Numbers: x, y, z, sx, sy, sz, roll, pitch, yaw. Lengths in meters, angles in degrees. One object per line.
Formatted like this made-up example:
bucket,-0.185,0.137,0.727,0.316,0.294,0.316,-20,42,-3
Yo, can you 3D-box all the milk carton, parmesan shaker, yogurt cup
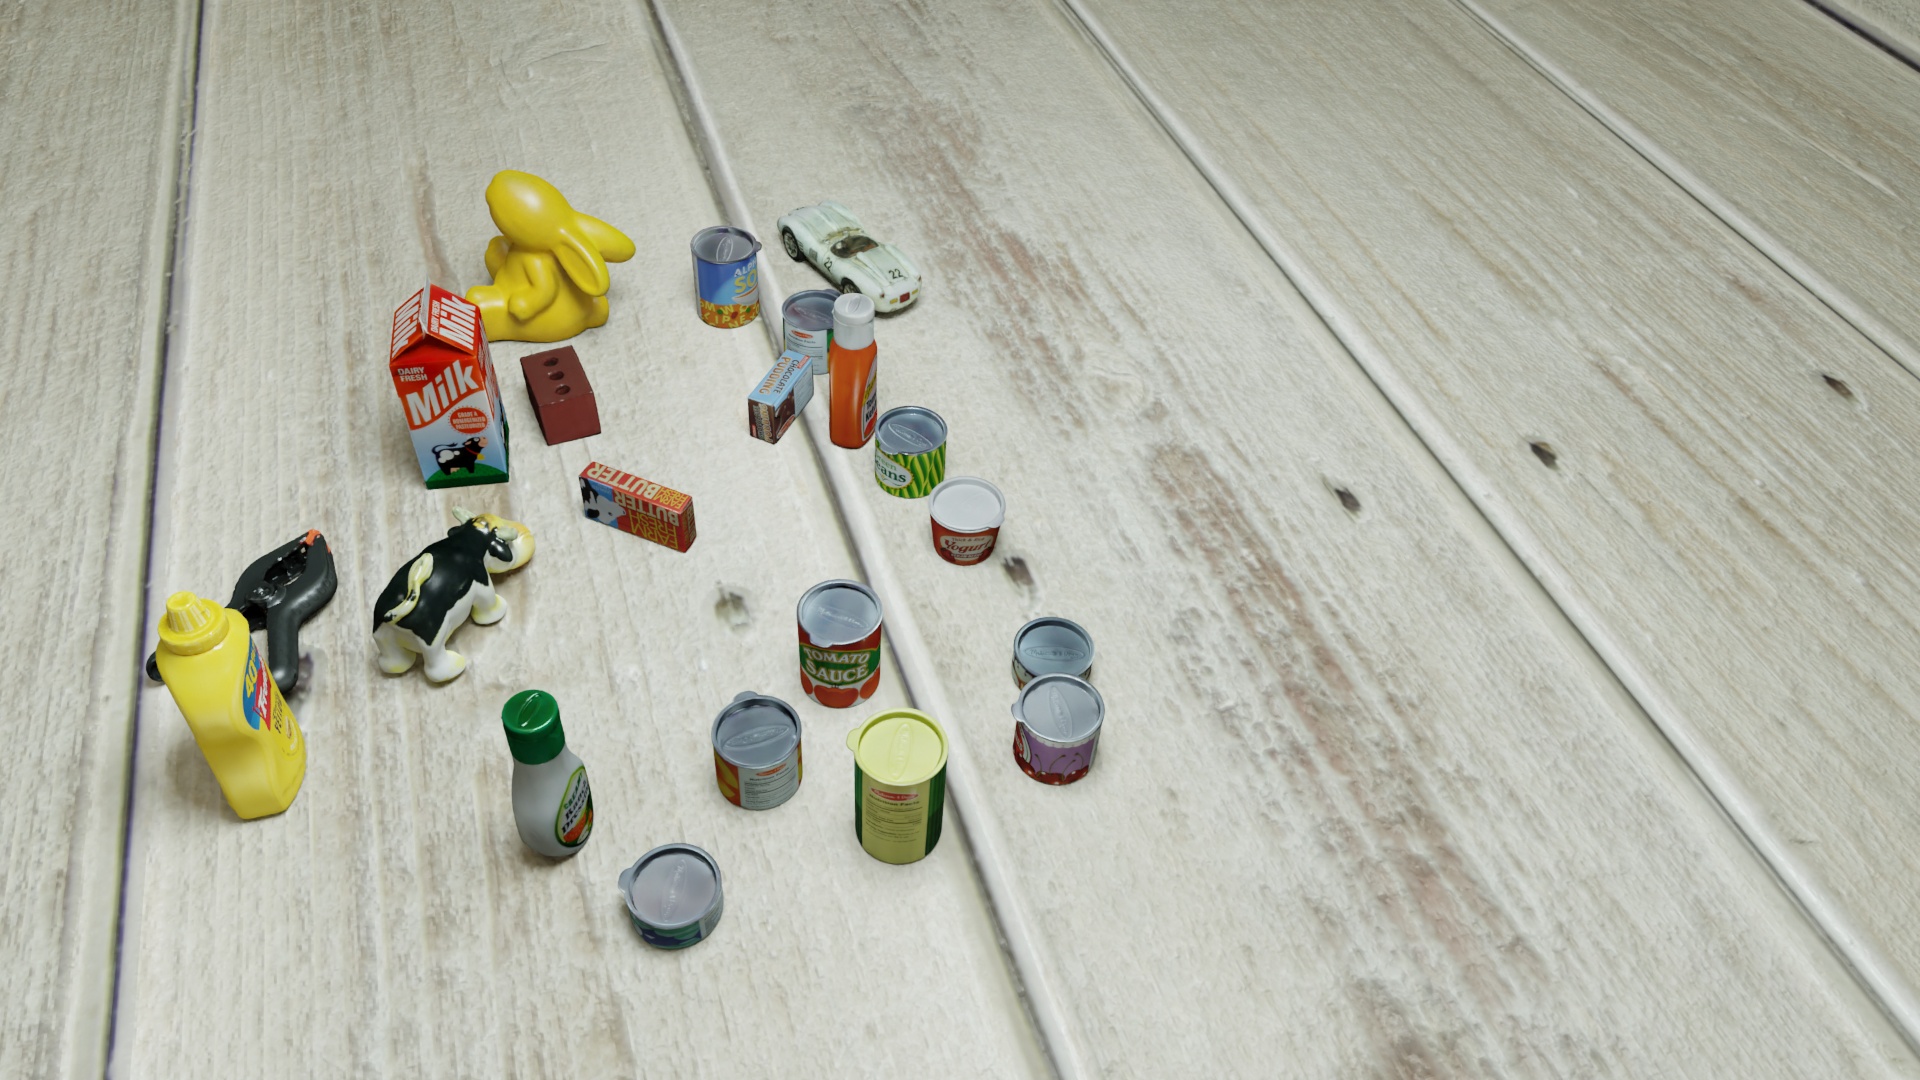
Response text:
milk carton,-0.446,-0.137,1.208,0.073,0.189,0.073,-6,47,-10
parmesan shaker,-0.046,0.176,0.996,0.071,0.102,0.072,2,46,-2
yogurt cup,0.004,-0.015,1.219,0.072,0.053,0.073,2,46,-2

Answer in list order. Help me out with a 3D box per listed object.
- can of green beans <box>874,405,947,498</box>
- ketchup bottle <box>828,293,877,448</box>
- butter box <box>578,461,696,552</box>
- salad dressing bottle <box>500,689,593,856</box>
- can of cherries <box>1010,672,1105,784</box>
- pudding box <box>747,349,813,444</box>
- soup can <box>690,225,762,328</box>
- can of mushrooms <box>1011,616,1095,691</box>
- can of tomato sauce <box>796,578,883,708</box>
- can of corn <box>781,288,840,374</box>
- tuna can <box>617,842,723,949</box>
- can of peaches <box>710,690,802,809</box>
can of green beans,-0.046,-0.081,1.276,0.071,0.057,0.071,2,46,-2
ketchup bottle,-0.099,-0.158,1.284,0.043,0.148,0.065,11,46,7
butter box,-0.280,-0.029,1.211,0.103,0.052,0.024,19,48,14
salad dressing bottle,-0.287,0.162,0.961,0.044,0.146,0.064,13,47,8
can of cherries,0.072,0.145,1.067,0.071,0.058,0.072,2,46,-2
pudding box,-0.171,-0.138,1.327,0.030,0.049,0.084,18,47,13
soup can,-0.238,-0.269,1.425,0.071,0.083,0.072,2,46,-2
can of mushrooms,0.075,0.099,1.129,0.071,0.033,0.071,2,46,-2
can of tomato sauce,-0.095,0.084,1.096,0.071,0.082,0.071,2,46,-2
can of corn,-0.144,-0.210,1.393,0.071,0.058,0.071,2,46,-2
tuna can,-0.201,0.247,0.965,0.071,0.032,0.071,2,46,-2
can of peaches,-0.152,0.157,1.038,0.071,0.057,0.071,2,46,-2
